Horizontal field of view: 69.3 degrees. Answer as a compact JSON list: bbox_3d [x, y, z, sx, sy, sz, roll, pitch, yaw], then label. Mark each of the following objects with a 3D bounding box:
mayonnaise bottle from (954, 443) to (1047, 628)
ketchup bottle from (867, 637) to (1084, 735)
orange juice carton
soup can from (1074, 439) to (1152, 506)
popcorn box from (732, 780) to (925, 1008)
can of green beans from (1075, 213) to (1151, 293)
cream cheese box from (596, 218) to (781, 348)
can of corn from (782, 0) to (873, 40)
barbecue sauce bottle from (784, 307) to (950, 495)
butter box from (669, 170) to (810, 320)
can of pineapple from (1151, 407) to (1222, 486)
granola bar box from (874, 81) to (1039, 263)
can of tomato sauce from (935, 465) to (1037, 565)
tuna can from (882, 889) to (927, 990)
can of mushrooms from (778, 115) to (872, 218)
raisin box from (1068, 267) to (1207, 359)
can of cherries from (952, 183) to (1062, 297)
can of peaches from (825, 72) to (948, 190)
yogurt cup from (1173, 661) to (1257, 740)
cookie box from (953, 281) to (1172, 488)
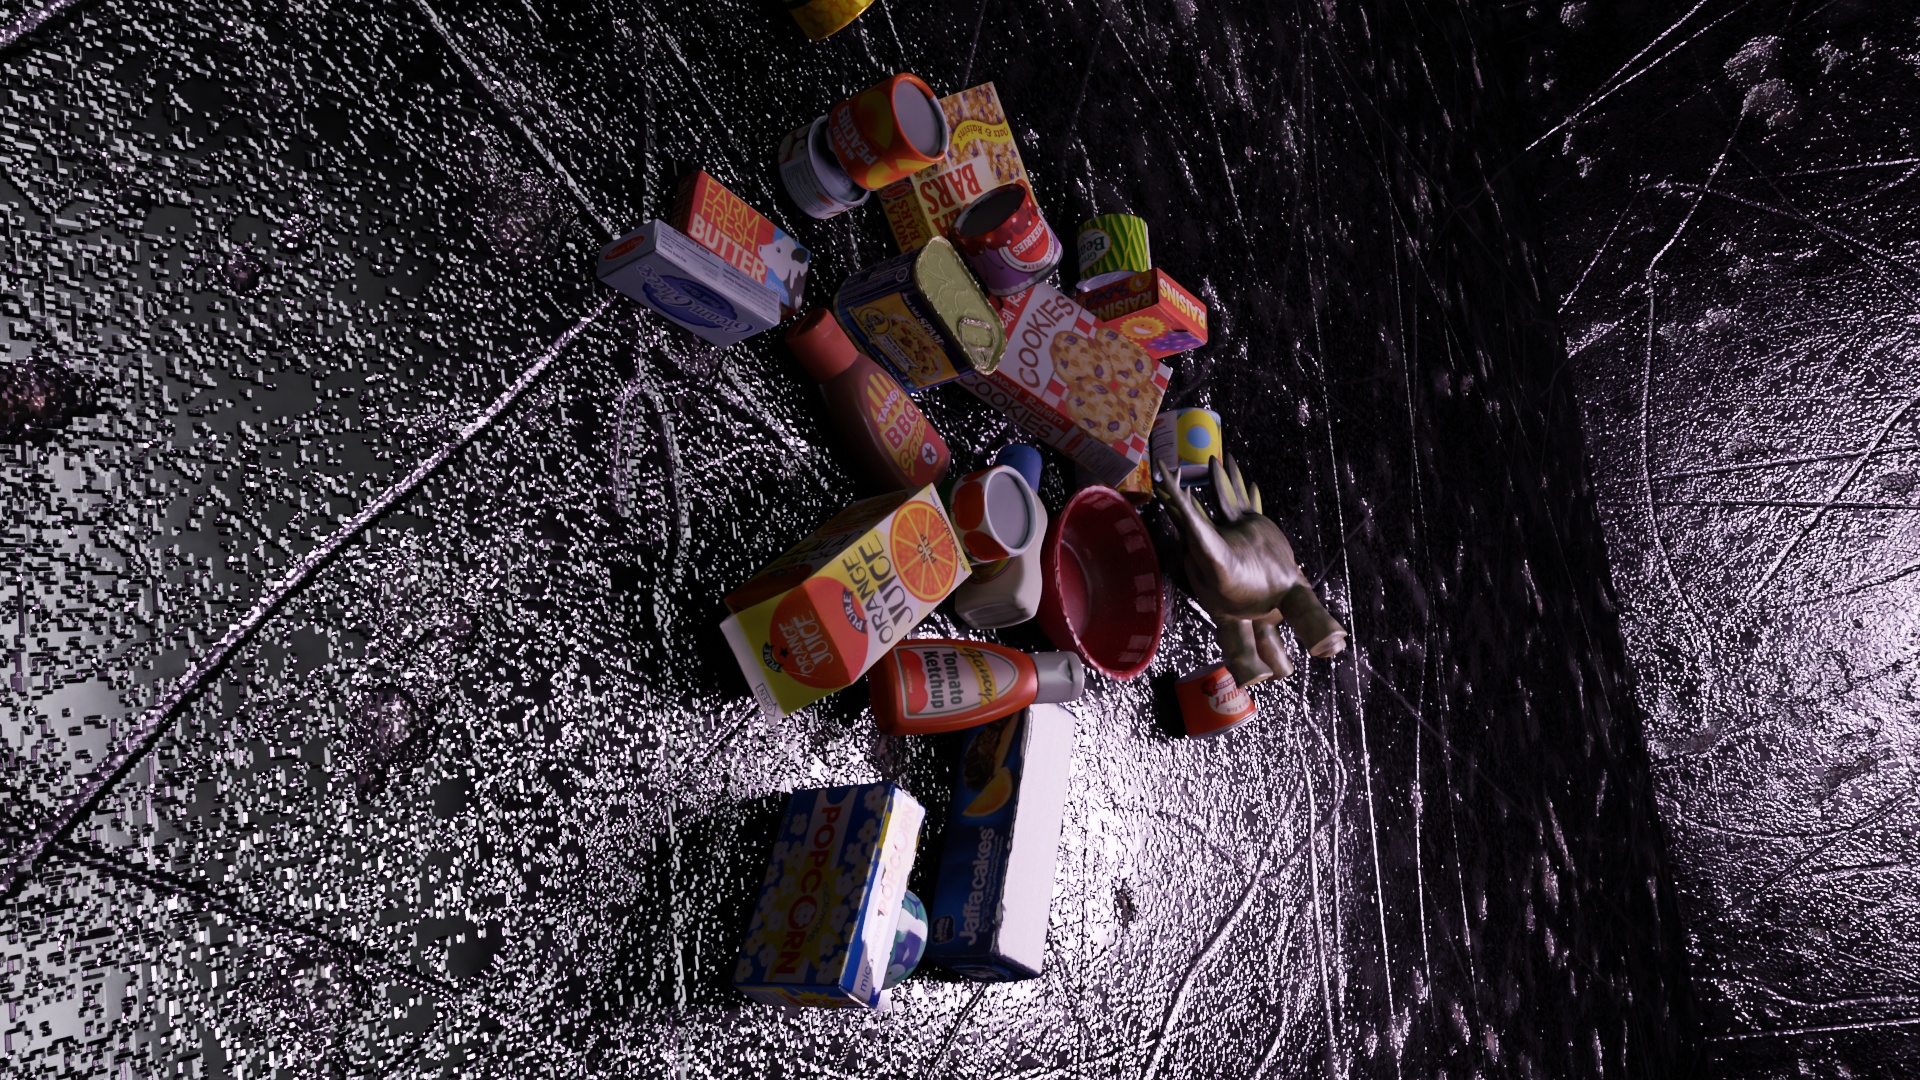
[{"bbox_3d":[0.036,-0.006,1.061,0.041,0.064,0.149,43,44,-40],"label":"mayonnaise bottle"},{"bbox_3d":[0.012,0.098,0.960,0.149,0.043,0.065,-1,69,-25],"label":"ketchup bottle"},{"bbox_3d":[-0.079,0.038,0.886,0.194,0.073,0.071,-41,112,-49],"label":"orange juice carton"},{"bbox_3d":[0.133,-0.074,1.200,0.071,0.071,0.084,11,72,-51],"label":"soup can"},{"bbox_3d":[-0.077,0.211,0.825,0.038,0.085,0.127,44,47,-37],"label":"popcorn box"},{"bbox_3d":[0.140,-0.258,1.270,0.071,0.071,0.058,14,68,-50],"label":"can of green beans"},{"bbox_3d":[-0.164,-0.155,0.852,0.103,0.053,0.024,27,57,-46],"label":"cream cheese box"},{"bbox_3d":[-0.102,-0.403,1.003,0.058,0.071,0.071,51,44,-31],"label":"can of corn"},{"bbox_3d":[-0.066,-0.094,0.969,0.148,0.043,0.065,53,44,-28],"label":"barbecue sauce bottle"},{"bbox_3d":[-0.145,-0.192,0.913,0.103,0.024,0.053,32,55,-44],"label":"butter box"},{"bbox_3d":[0.215,-0.087,1.312,0.071,0.071,0.058,19,66,-49],"label":"can of pineapple"},{"bbox_3d":[-0.006,-0.289,1.110,0.166,0.039,0.124,-40,112,-50],"label":"granola bar box"},{"bbox_3d":[0.004,-0.013,1.001,0.071,0.083,0.071,21,63,-48],"label":"can of tomato sauce"},{"bbox_3d":[-0.054,0.240,0.861,0.032,0.071,0.071,39,51,-41],"label":"tuna can"},{"bbox_3d":[-0.095,-0.267,0.993,0.071,0.033,0.071,20,63,-47],"label":"can of mushrooms"},{"bbox_3d":[0.138,-0.185,1.197,0.086,0.123,0.040,25,60,-47],"label":"raisin box"},{"bbox_3d":[0.037,-0.229,1.057,0.058,0.071,0.072,53,43,-34],"label":"can of cherries"},{"bbox_3d":[-0.051,-0.288,0.980,0.071,0.058,0.071,23,60,-49],"label":"can of peaches"},{"bbox_3d":[0.229,0.144,1.263,0.072,0.072,0.054,-21,89,-53],"label":"yogurt cup"},{"bbox_3d":[0.082,-0.137,1.123,0.167,0.040,0.123,33,49,-10],"label":"cookie box"}]
